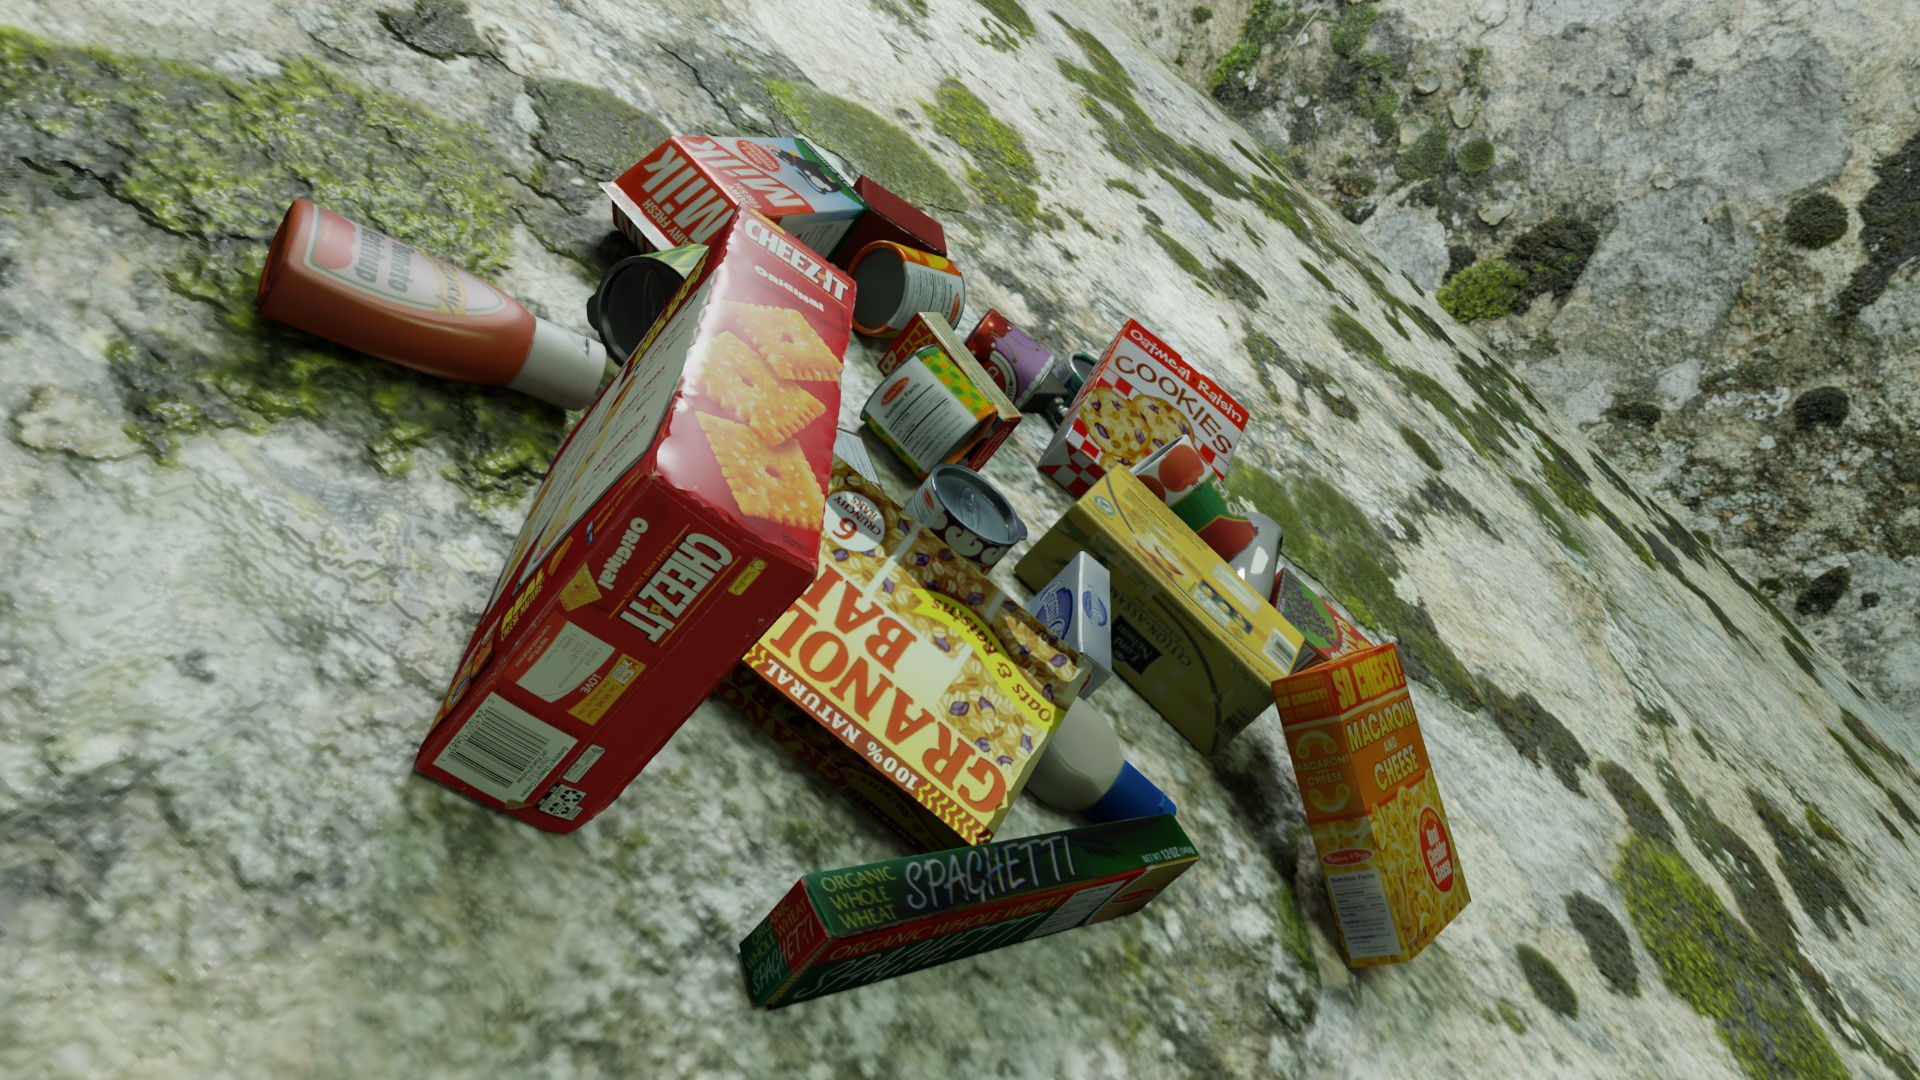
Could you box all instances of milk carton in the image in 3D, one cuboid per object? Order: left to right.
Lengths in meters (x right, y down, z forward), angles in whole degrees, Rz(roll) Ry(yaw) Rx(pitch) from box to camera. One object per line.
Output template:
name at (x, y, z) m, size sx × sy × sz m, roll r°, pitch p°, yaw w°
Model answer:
milk carton at (-0.144, -0.202, 0.871) m, size 0.072 × 0.073 × 0.191 m, roll 46°, pitch 29°, yaw 7°

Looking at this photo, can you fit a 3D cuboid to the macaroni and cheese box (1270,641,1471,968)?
macaroni and cheese box at (0.245, 0.152, 0.827) m, size 0.124 × 0.040 × 0.166 m, roll -5°, pitch 78°, yaw -55°

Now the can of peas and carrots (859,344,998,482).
can of peas and carrots at (-0.018, -0.078, 0.862) m, size 0.059 × 0.070 × 0.071 m, roll 46°, pitch 28°, yaw 7°

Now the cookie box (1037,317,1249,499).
cookie box at (0.142, -0.077, 1.036) m, size 0.123 × 0.040 × 0.168 m, roll 38°, pitch 46°, yaw -7°

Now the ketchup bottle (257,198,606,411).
ketchup bottle at (-0.240, -0.102, 0.641) m, size 0.149 × 0.043 × 0.065 m, roll 22°, pitch 34°, yaw -34°

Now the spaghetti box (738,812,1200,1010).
spaghetti box at (0.016, 0.153, 0.595) m, size 0.250 × 0.050 × 0.029 m, roll 5°, pitch 44°, yaw -49°

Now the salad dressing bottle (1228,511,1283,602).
salad dressing bottle at (0.199, 0.035, 0.984) m, size 0.044 × 0.064 × 0.148 m, roll 23°, pitch 37°, yaw 4°

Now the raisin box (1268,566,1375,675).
raisin box at (0.268, 0.086, 1.017) m, size 0.123 × 0.040 × 0.086 m, roll 42°, pitch 27°, yaw -2°

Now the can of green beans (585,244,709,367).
can of green beans at (-0.155, -0.125, 0.756) m, size 0.071 × 0.071 × 0.058 m, roll 43°, pitch 27°, yaw 3°

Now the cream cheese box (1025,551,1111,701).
cream cheese box at (0.060, 0.055, 0.785) m, size 0.024 × 0.053 × 0.104 m, roll 36°, pitch 28°, yaw -16°

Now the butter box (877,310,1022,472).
butter box at (-0.008, -0.098, 0.917) m, size 0.024 × 0.053 × 0.104 m, roll -6°, pitch 53°, yaw -51°

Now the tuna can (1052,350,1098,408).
tuna can at (0.103, -0.116, 1.101) m, size 0.071 × 0.032 × 0.071 m, roll 30°, pitch 30°, yaw -20°

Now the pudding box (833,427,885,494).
pudding box at (-0.070, -0.027, 0.763) m, size 0.049 × 0.030 × 0.084 m, roll 16°, pitch 37°, yaw -41°

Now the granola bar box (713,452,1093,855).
granola bar box at (-0.035, 0.054, 0.642) m, size 0.165 × 0.039 × 0.125 m, roll 40°, pitch 49°, yaw -3°

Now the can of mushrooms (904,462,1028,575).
can of mushrooms at (0.003, -0.010, 0.827) m, size 0.071 × 0.033 × 0.071 m, roll 31°, pitch 29°, yaw -19°

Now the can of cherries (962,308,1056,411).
can of cherries at (0.024, -0.119, 0.971) m, size 0.058 × 0.071 × 0.072 m, roll 38°, pitch 28°, yaw -7°

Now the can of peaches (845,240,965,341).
can of peaches at (-0.042, -0.171, 0.965) m, size 0.058 × 0.071 × 0.071 m, roll 5°, pitch 45°, yaw -49°

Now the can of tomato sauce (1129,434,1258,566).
can of tomato sauce at (0.152, -0.021, 0.937) m, size 0.083 × 0.071 × 0.071 m, roll 54°, pitch 28°, yaw -3°

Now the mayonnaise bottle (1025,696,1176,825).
mayonnaise bottle at (0.045, 0.102, 0.715) m, size 0.148 × 0.041 × 0.065 m, roll 42°, pitch 35°, yaw -2°
